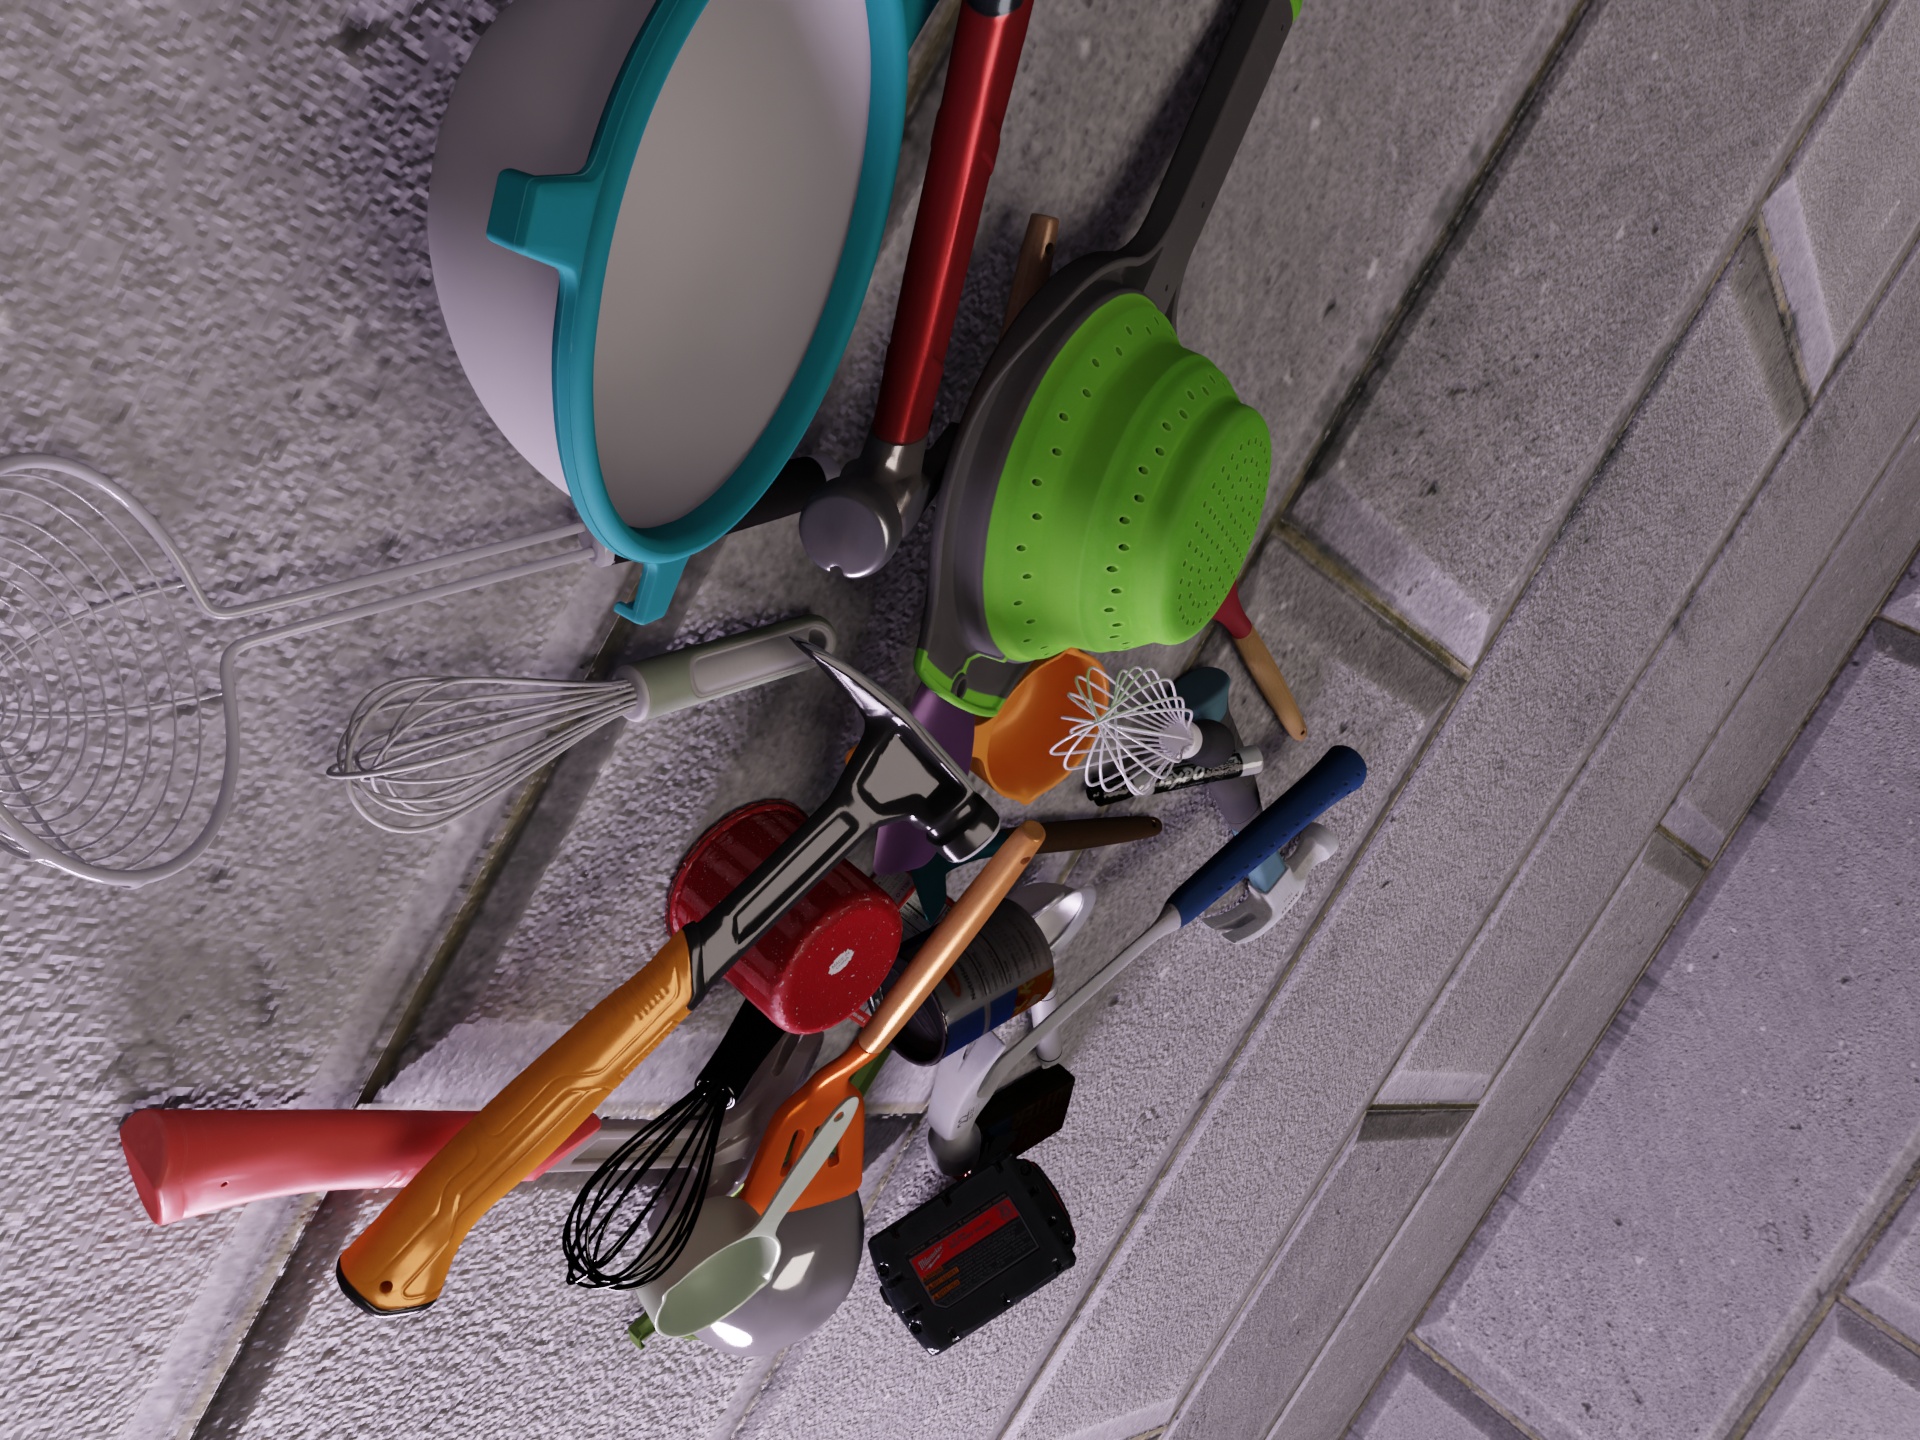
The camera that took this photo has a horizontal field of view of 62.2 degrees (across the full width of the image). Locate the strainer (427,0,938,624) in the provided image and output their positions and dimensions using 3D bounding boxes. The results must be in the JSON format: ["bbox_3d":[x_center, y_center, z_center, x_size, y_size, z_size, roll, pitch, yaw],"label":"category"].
[{"bbox_3d":[-0.076,-0.215,0.531,0.210,0.095,0.340,91,22,-62],"label":"strainer"}]

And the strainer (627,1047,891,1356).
[{"bbox_3d":[-0.077,0.283,0.947,0.151,0.069,0.256,19,104,-55],"label":"strainer"}]

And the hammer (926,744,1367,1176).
[{"bbox_3d":[0.132,0.131,1.033,0.405,0.035,0.144,-35,150,-29],"label":"hammer"}]

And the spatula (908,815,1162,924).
[{"bbox_3d":[0.047,0.069,0.939,0.044,0.082,0.317,-25,166,33],"label":"spatula"}]

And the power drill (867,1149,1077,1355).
[{"bbox_3d":[0.005,0.347,1.044,0.143,0.079,0.219,-31,165,-7],"label":"power drill"}]

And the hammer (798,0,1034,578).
[{"bbox_3d":[0.014,-0.245,0.563,0.143,0.038,0.386,-63,171,-57],"label":"hammer"}]

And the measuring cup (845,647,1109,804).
[{"bbox_3d":[-0.001,-0.003,0.822,0.173,0.052,0.095,-9,124,-39],"label":"measuring cup"}]

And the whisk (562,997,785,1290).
[{"bbox_3d":[-0.117,0.177,0.768,0.239,0.055,0.055,-57,157,-49],"label":"whisk"}]

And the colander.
[{"bbox_3d":[0.111,-0.174,0.723,0.397,0.094,0.204,-66,157,-2],"label":"colander"}]

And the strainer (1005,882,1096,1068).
[{"bbox_3d":[0.051,0.168,1.035,0.087,0.050,0.258,-34,146,-19],"label":"strainer"}]

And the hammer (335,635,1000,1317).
[{"bbox_3d":[-0.138,0.117,0.681,0.337,0.034,0.127,-45,114,-6],"label":"hammer"}]

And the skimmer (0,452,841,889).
[{"bbox_3d":[-0.162,-0.053,0.548,0.363,0.090,0.127,-23,103,-41],"label":"skimmer"}]

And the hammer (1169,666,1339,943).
[{"bbox_3d":[0.201,0.060,1.132,0.128,0.033,0.330,-49,145,-12],"label":"hammer"}]

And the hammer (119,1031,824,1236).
[{"bbox_3d":[-0.209,0.191,0.743,0.358,0.037,0.149,22,100,-55],"label":"hammer"}]

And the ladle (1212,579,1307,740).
[{"bbox_3d":[0.186,-0.048,1.032,0.069,0.031,0.315,-52,147,-4],"label":"ladle"}]

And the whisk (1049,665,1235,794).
[{"bbox_3d":[0.113,0.009,0.880,0.070,0.070,0.284,-61,161,8],"label":"whisk"}]

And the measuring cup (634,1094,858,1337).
[{"bbox_3d":[-0.111,0.251,0.836,0.167,0.038,0.083,-54,146,10],"label":"measuring cup"}]

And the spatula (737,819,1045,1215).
[{"bbox_3d":[-0.032,0.159,0.810,0.081,0.041,0.322,-1,140,-34],"label":"spatula"}]

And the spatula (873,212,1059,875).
[{"bbox_3d":[0.006,-0.073,0.741,0.059,0.018,0.315,-9,117,-48],"label":"spatula"}]

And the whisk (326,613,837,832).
[{"bbox_3d":[-0.141,-0.009,0.651,0.246,0.059,0.057,-21,105,-45],"label":"whisk"}]
